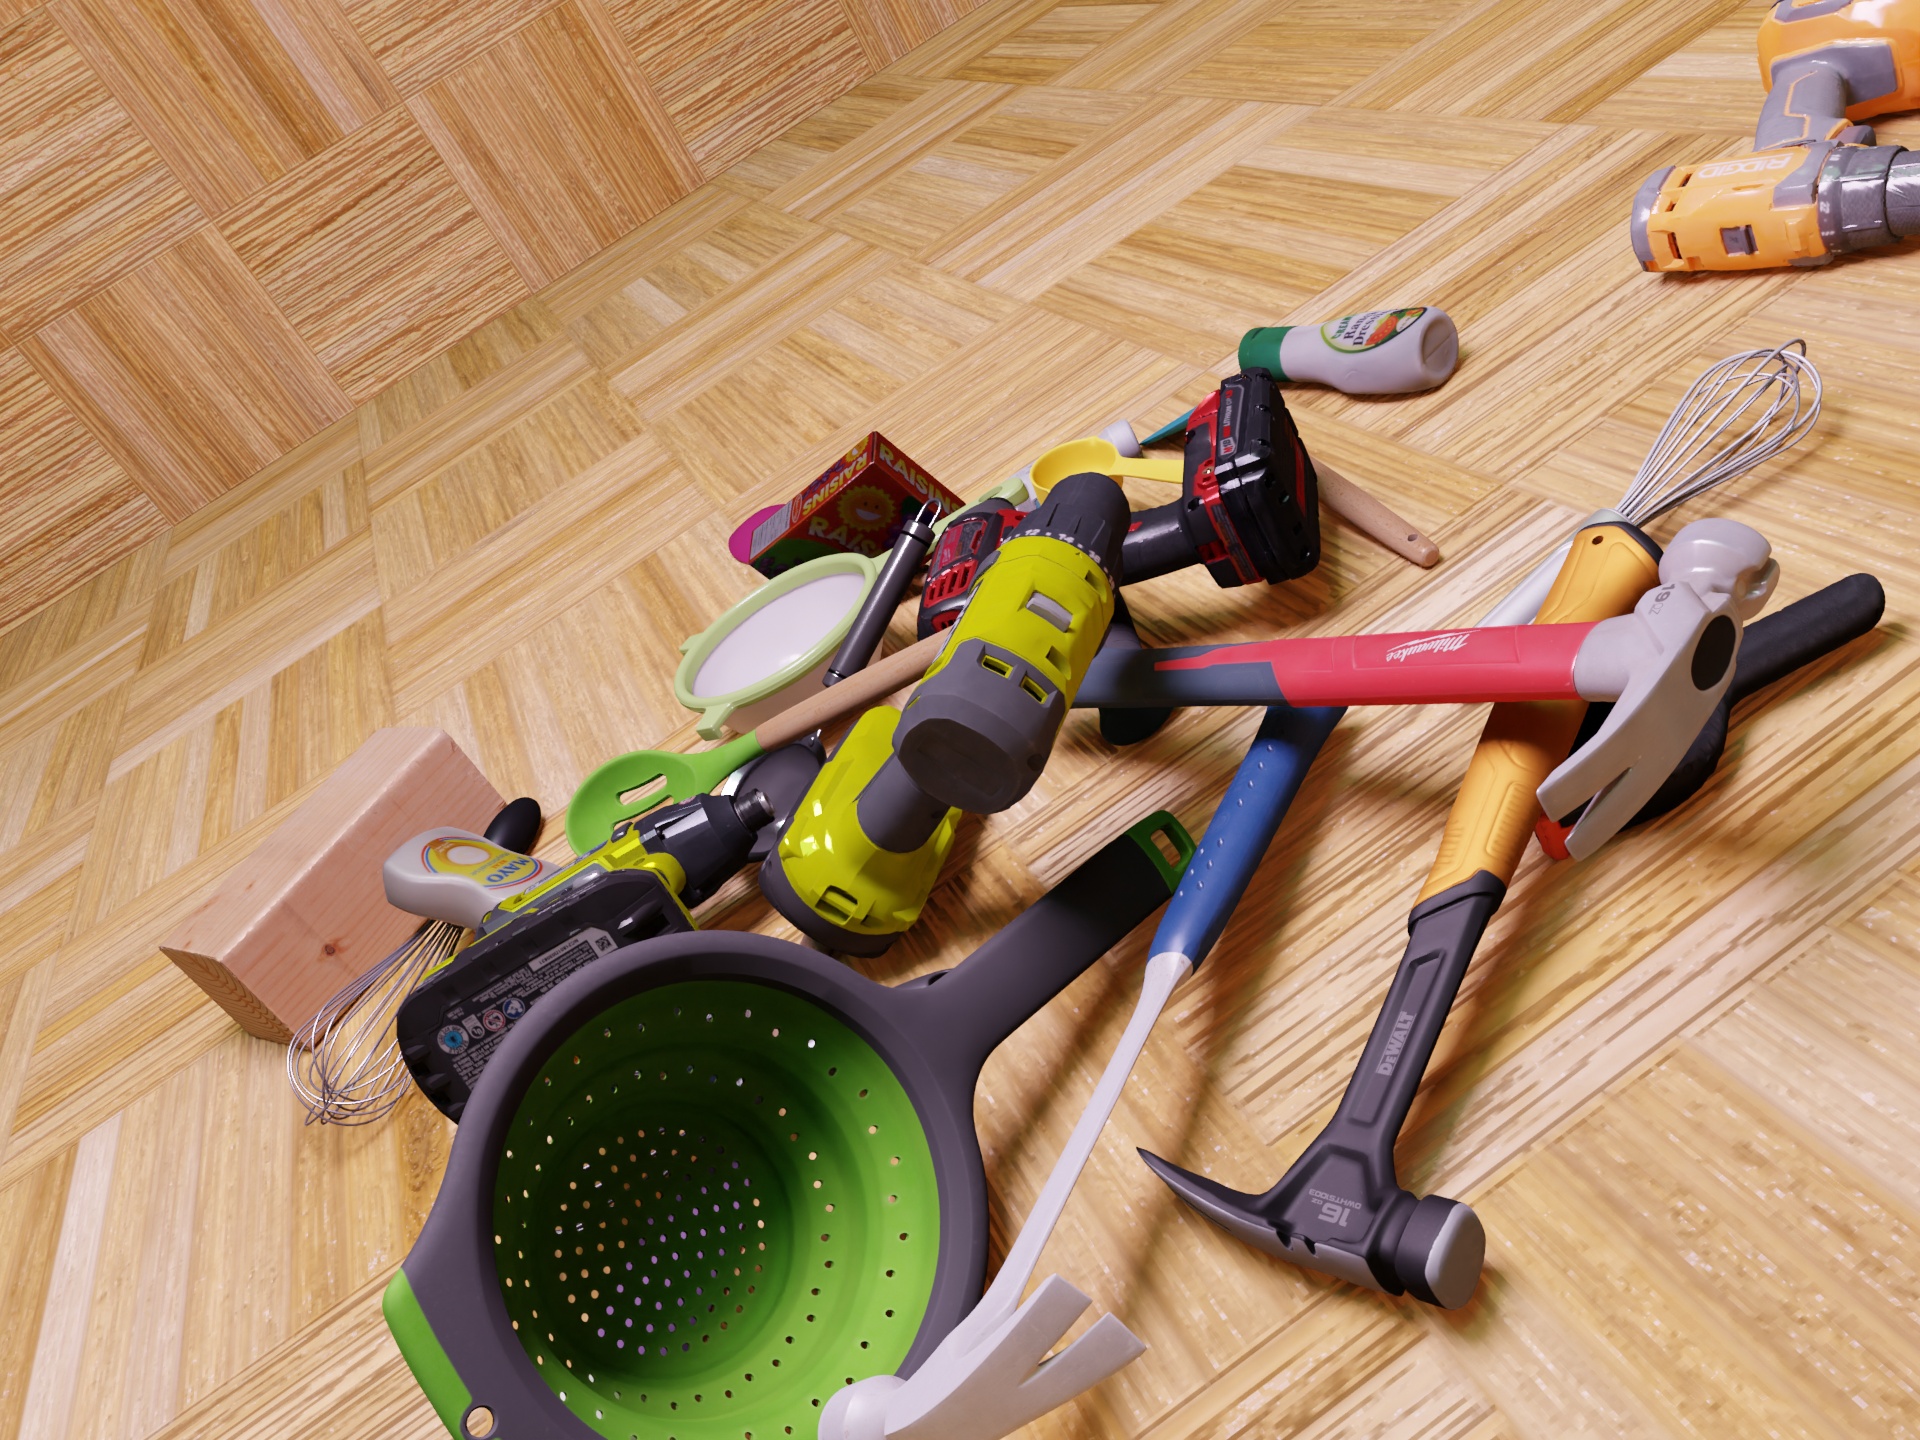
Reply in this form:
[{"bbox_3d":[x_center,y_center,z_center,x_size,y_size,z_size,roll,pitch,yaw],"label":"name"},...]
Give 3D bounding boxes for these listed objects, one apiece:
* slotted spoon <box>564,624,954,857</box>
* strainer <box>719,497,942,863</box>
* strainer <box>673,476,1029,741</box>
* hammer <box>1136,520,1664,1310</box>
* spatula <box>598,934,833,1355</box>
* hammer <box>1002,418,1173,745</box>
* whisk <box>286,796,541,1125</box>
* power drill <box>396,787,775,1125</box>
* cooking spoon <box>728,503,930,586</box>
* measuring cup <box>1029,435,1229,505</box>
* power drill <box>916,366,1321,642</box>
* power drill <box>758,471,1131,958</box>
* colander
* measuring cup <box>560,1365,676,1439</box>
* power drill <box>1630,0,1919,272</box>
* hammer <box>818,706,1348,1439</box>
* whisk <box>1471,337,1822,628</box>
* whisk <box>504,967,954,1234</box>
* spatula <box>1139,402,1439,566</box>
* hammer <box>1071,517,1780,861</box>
[{"bbox_3d":[-0.087,0.002,0.877,0.314,0.031,0.070,-27,65,18],"label":"slotted spoon"},{"bbox_3d":[-0.071,-0.013,0.914,0.087,0.050,0.258,26,88,48],"label":"strainer"},{"bbox_3d":[-0.058,-0.064,1.013,0.256,0.069,0.152,-31,27,0],"label":"strainer"},{"bbox_3d":[0.191,0.052,0.610,0.127,0.034,0.337,3,52,48],"label":"hammer"},{"bbox_3d":[-0.096,0.166,0.764,0.060,0.018,0.316,-7,39,28],"label":"spatula"},{"bbox_3d":[0.077,-0.087,0.962,0.128,0.033,0.331,-25,31,9],"label":"hammer"},{"bbox_3d":[-0.322,0.136,0.980,0.070,0.070,0.285,-17,29,24],"label":"whisk"},{"bbox_3d":[-0.173,0.102,0.778,0.171,0.080,0.223,-31,10,3],"label":"power drill"},{"bbox_3d":[-0.097,-0.130,1.195,0.069,0.017,0.319,-44,32,-16],"label":"cooking spoon"},{"bbox_3d":[0.115,-0.142,0.964,0.156,0.029,0.062,10,47,31],"label":"measuring cup"},{"bbox_3d":[0.082,-0.108,0.887,0.219,0.078,0.143,-19,33,24],"label":"power drill"},{"bbox_3d":[-0.001,-0.002,0.750,0.228,0.080,0.191,-51,8,48],"label":"power drill"},{"bbox_3d":[-0.044,0.154,0.649,0.397,0.204,0.094,-33,-4,-37],"label":"colander"},{"bbox_3d":[-0.155,0.314,0.579,0.083,0.038,0.168,-11,34,32],"label":"measuring cup"},{"bbox_3d":[0.511,-0.339,0.898,0.185,0.084,0.226,11,54,48],"label":"power drill"},{"bbox_3d":[0.082,0.103,0.621,0.144,0.035,0.406,-45,5,46],"label":"hammer"},{"bbox_3d":[0.316,-0.096,0.751,0.246,0.059,0.058,-42,59,-9],"label":"whisk"},{"bbox_3d":[-0.100,0.166,0.717,0.239,0.055,0.055,-23,29,-11],"label":"whisk"},{"bbox_3d":[0.198,-0.153,0.963,0.082,0.044,0.318,-32,35,-1],"label":"spatula"},{"bbox_3d":[0.133,-0.011,0.684,0.143,0.038,0.386,-47,24,-25],"label":"hammer"}]
